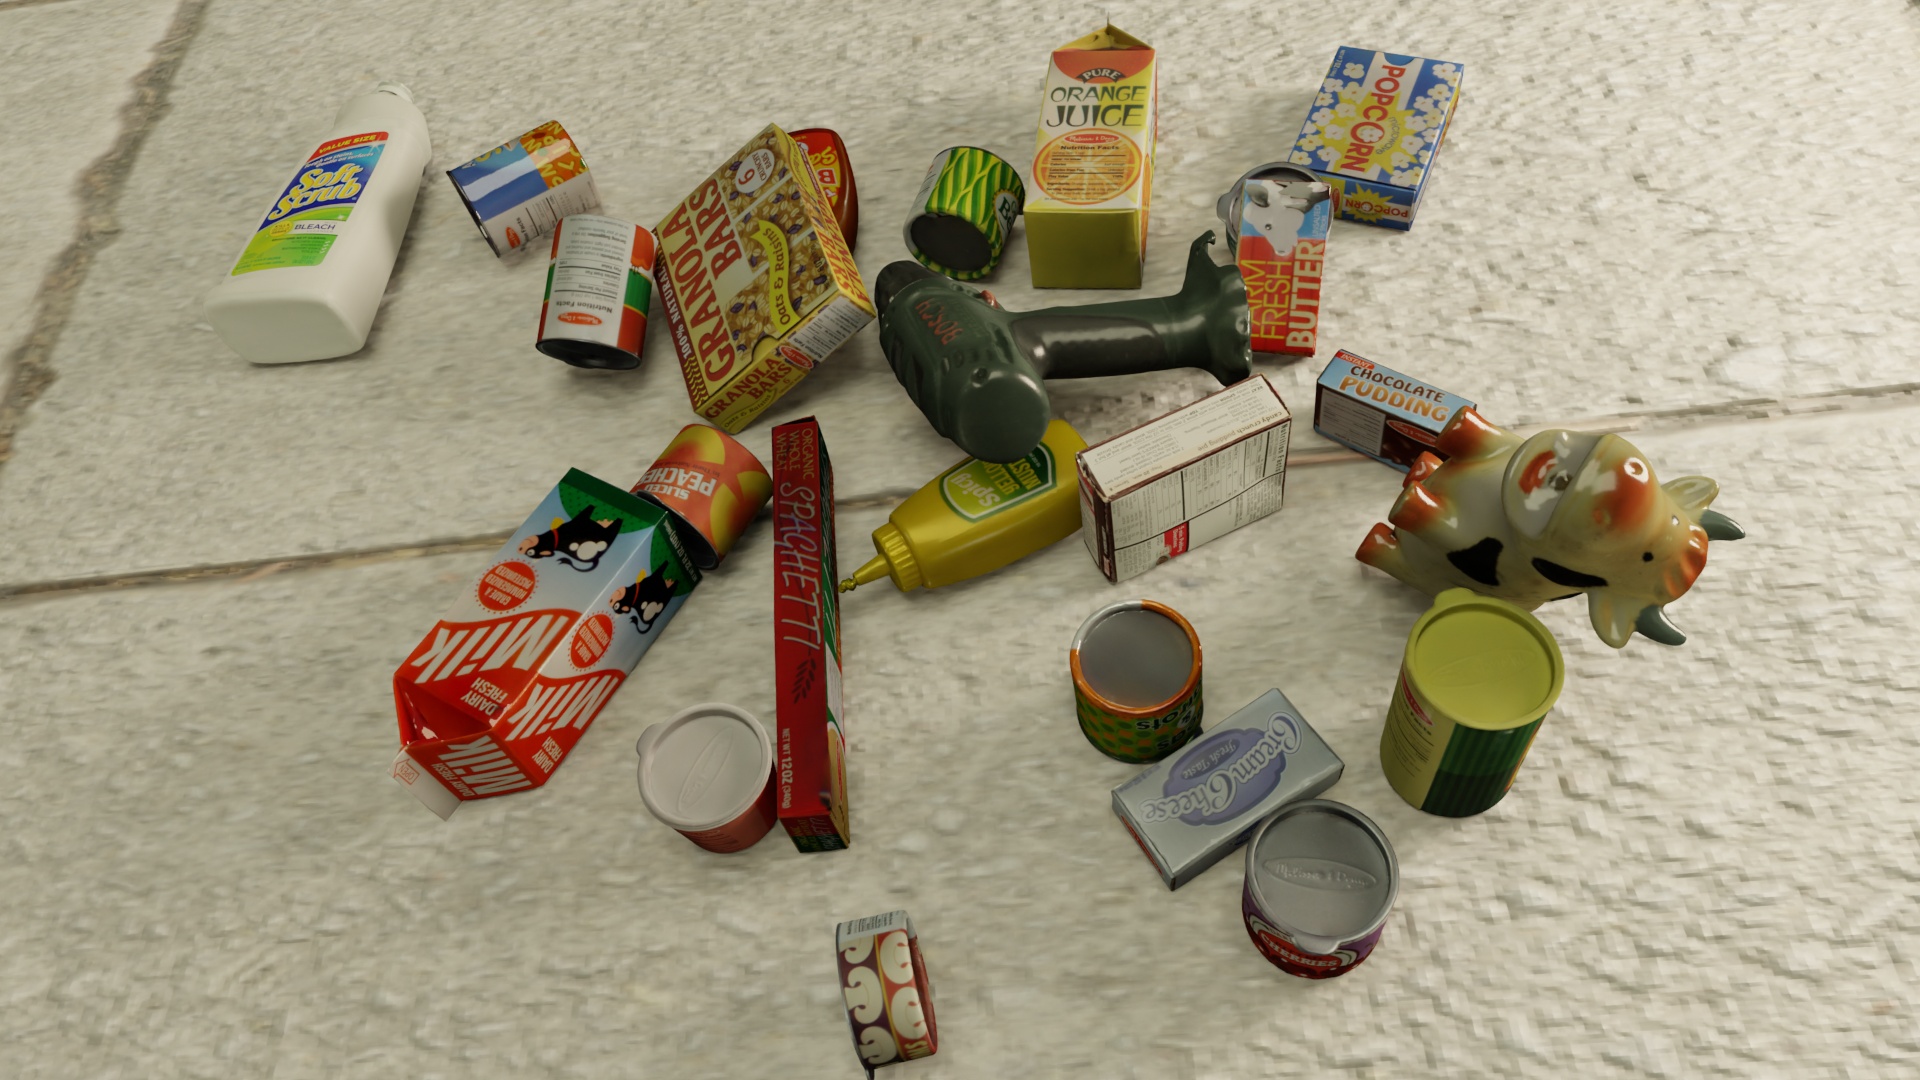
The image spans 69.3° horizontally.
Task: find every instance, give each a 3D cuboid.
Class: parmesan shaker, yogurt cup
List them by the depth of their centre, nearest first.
[{"bbox_3d":[0.235,0.078,0.650,0.071,0.102,0.071,-4,57,6],"label":"parmesan shaker"},{"bbox_3d":[-0.123,0.124,0.706,0.072,0.053,0.073,-4,56,6],"label":"yogurt cup"}]

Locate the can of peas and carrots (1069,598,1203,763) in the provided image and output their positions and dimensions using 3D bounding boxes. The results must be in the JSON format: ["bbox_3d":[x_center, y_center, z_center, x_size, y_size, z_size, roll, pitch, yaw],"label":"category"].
[{"bbox_3d":[0.091,0.073,0.703,0.071,0.058,0.071,-4,56,7],"label":"can of peas and carrots"}]

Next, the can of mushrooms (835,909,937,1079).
[{"bbox_3d":[-0.033,0.206,0.630,0.033,0.070,0.071,-13,56,-1],"label":"can of mushrooms"}]

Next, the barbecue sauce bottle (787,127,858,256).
[{"bbox_3d":[-0.097,-0.213,0.934,0.065,0.043,0.149,-14,56,0],"label":"barbecue sauce bottle"}]

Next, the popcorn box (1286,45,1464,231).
[{"bbox_3d":[0.272,-0.266,0.914,0.085,0.038,0.127,16,61,20],"label":"popcorn box"}]

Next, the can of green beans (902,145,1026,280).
[{"bbox_3d":[0.002,-0.212,0.904,0.071,0.071,0.058,12,60,16],"label":"can of green beans"}]

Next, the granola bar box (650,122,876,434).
[{"bbox_3d":[-0.133,-0.168,0.882,0.124,0.039,0.166,-36,53,19],"label":"granola bar box"}]

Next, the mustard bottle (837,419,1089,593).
[{"bbox_3d":[0.003,-0.010,0.778,0.160,0.048,0.065,-29,52,-10],"label":"mustard bottle"}]

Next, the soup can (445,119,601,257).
[{"bbox_3d":[-0.307,-0.250,0.978,0.084,0.071,0.071,-32,58,-13],"label":"soup can"}]

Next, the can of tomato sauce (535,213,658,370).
[{"bbox_3d":[-0.232,-0.157,0.890,0.071,0.071,0.083,4,81,12],"label":"can of tomato sauce"}]

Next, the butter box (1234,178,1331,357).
[{"bbox_3d":[0.192,-0.164,0.837,0.053,0.024,0.103,5,90,12],"label":"butter box"}]

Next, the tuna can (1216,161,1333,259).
[{"bbox_3d":[0.197,-0.201,0.872,0.071,0.033,0.071,-2,79,11],"label":"tuna can"}]

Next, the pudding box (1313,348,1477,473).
[{"bbox_3d":[0.242,-0.068,0.779,0.084,0.049,0.030,28,67,25],"label":"pudding box"}]

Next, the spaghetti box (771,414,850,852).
[{"bbox_3d":[-0.083,0.043,0.756,0.029,0.050,0.251,-8,55,3],"label":"spaghetti box"}]

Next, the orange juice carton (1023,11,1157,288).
[{"bbox_3d":[0.091,-0.261,0.919,0.073,0.071,0.193,3,57,11],"label":"orange juice carton"}]

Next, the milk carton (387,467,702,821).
[{"bbox_3d":[-0.232,0.061,0.755,0.073,0.072,0.191,23,63,22],"label":"milk carton"}]

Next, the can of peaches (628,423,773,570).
[{"bbox_3d":[-0.151,-0.027,0.801,0.071,0.071,0.058,23,62,23],"label":"can of peaches"}]

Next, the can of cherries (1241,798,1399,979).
[{"bbox_3d":[0.161,0.162,0.633,0.071,0.058,0.072,-4,56,6],"label":"can of cherries"}]

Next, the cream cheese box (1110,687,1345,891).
[{"bbox_3d":[0.131,0.121,0.685,0.104,0.024,0.053,-30,57,-11],"label":"cream cheese box"}]
